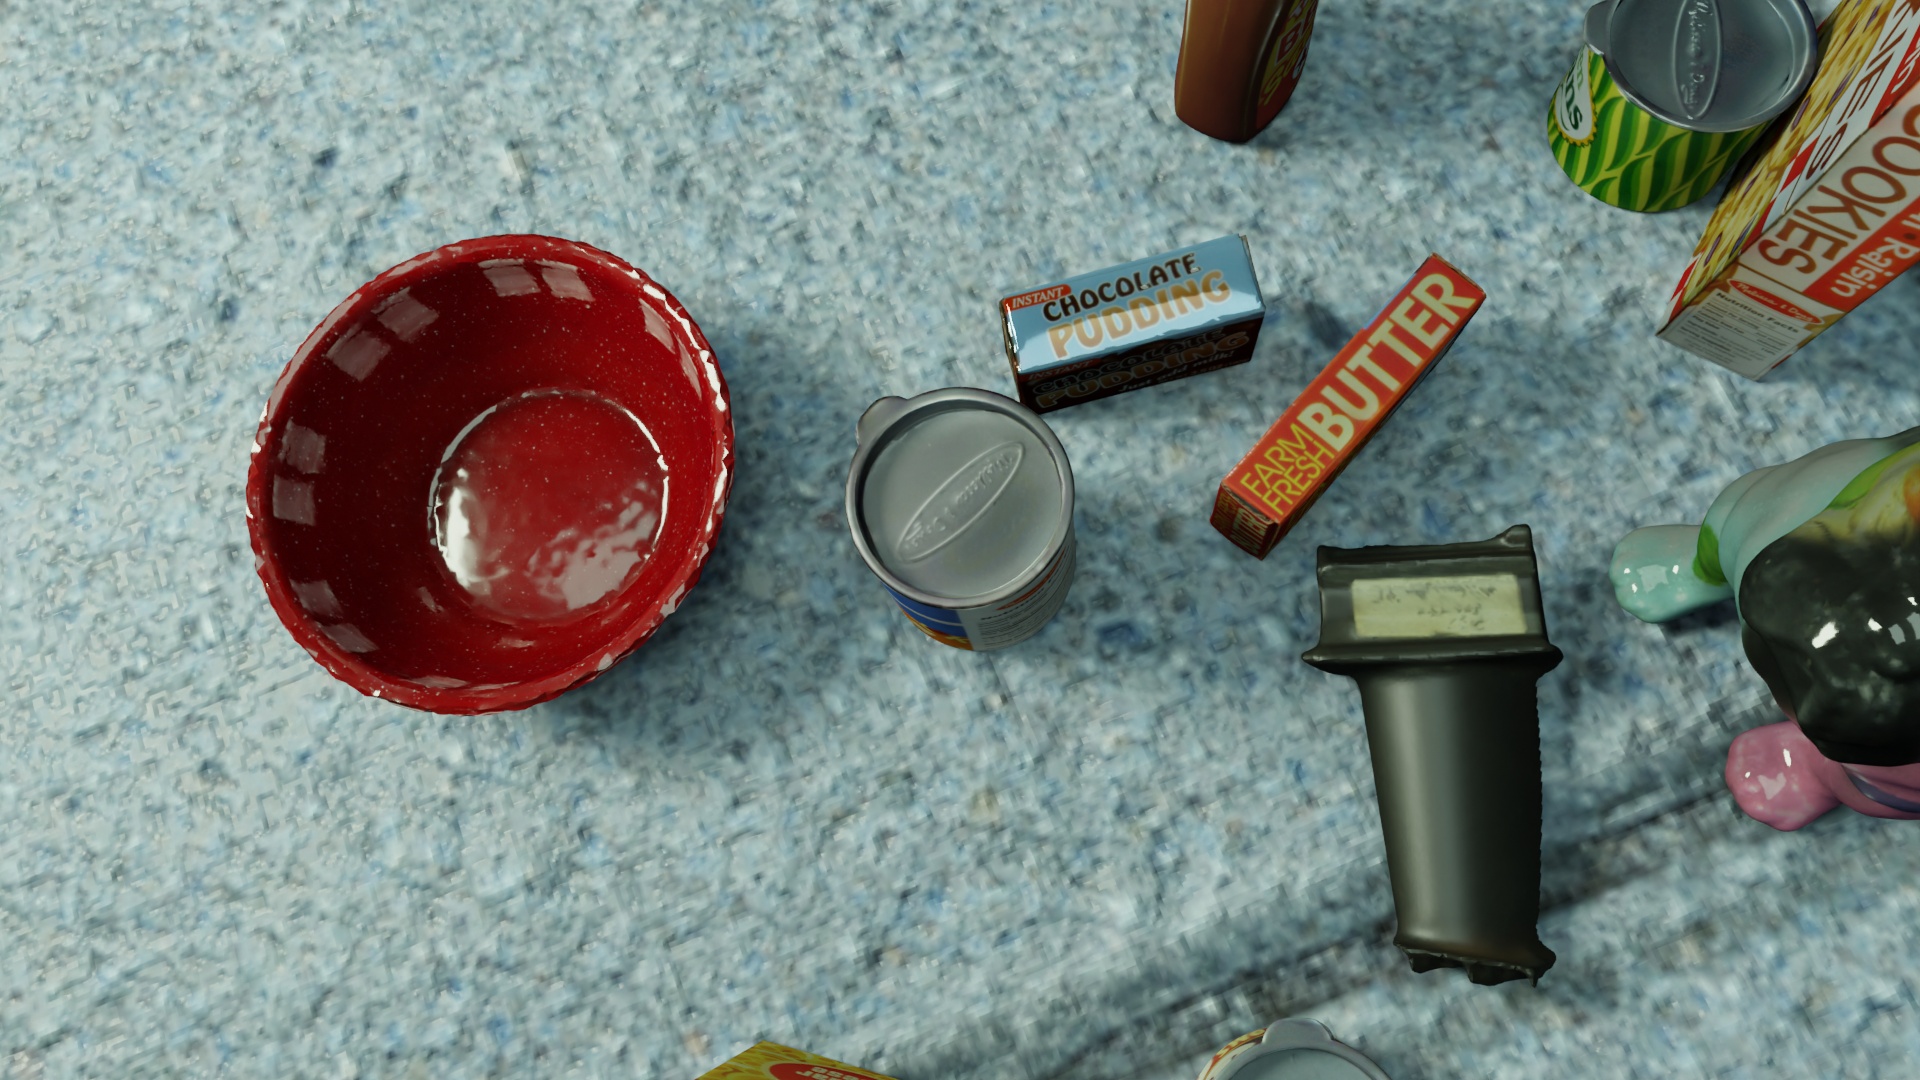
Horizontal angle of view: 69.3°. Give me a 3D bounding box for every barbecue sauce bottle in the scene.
[{"bbox_3d":[0.097,-0.190,0.442,0.044,0.148,0.065,25,80,10],"label":"barbecue sauce bottle"}]

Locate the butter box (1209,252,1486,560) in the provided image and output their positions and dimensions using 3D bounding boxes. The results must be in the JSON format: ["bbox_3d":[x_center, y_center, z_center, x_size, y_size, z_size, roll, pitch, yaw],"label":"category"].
[{"bbox_3d":[0.124,-0.041,0.452,0.024,0.053,0.103,42,83,13],"label":"butter box"}]

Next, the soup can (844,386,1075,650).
[{"bbox_3d":[0.002,-0.005,0.438,0.071,0.083,0.071,-1,76,5],"label":"soup can"}]

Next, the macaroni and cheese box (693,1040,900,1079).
[{"bbox_3d":[-0.017,0.171,0.352,0.124,0.166,0.040,13,78,8],"label":"macaroni and cheese box"}]

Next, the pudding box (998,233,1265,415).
[{"bbox_3d":[0.057,-0.071,0.467,0.084,0.049,0.030,-14,76,1],"label":"pudding box"}]

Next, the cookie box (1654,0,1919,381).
[{"bbox_3d":[0.277,-0.132,0.402,0.040,0.167,0.123,29,81,11],"label":"cookie box"}]

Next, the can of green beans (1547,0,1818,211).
[{"bbox_3d":[0.239,-0.153,0.467,0.071,0.057,0.071,-1,76,5],"label":"can of green beans"}]

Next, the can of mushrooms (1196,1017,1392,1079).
[{"bbox_3d":[0.100,0.176,0.409,0.071,0.033,0.071,-1,76,5],"label":"can of mushrooms"}]
